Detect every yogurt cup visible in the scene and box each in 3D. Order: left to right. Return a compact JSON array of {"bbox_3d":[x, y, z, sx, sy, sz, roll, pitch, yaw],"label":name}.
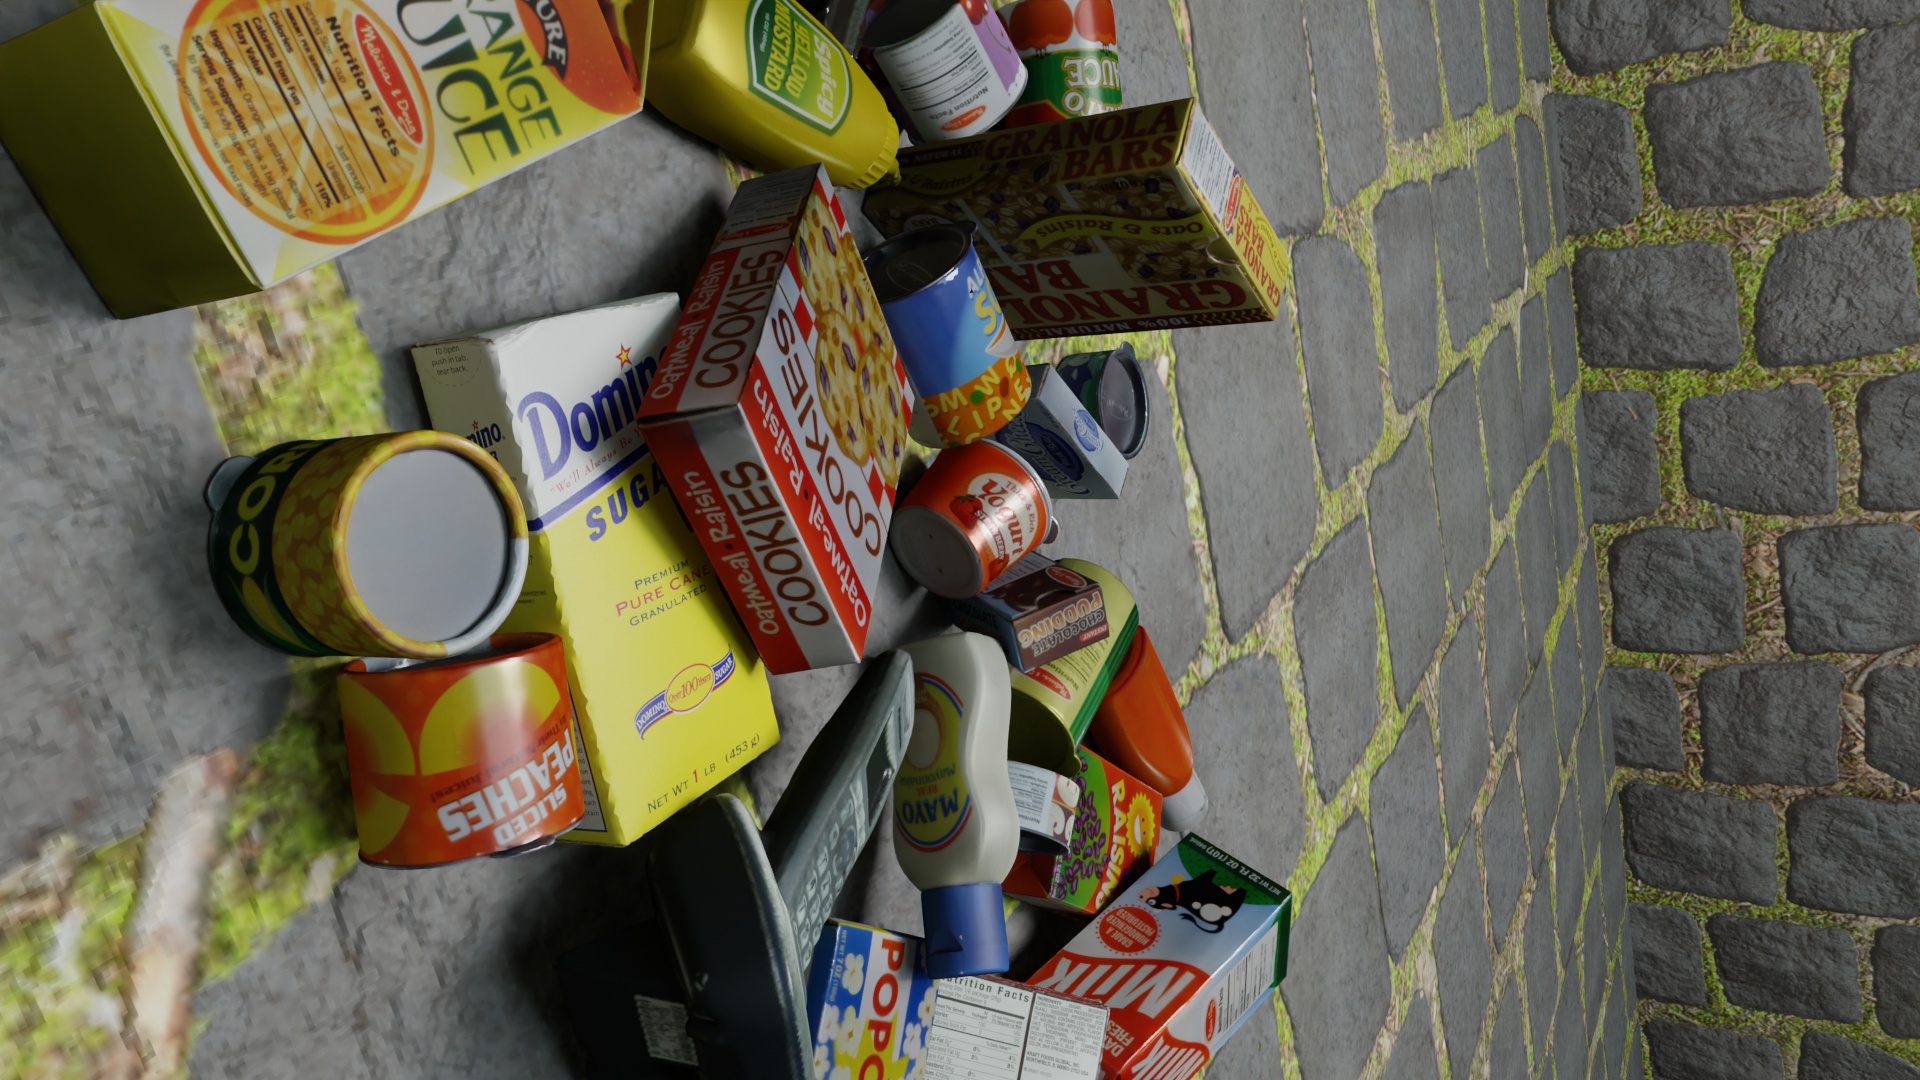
[{"bbox_3d":[0.002,-0.008,0.669,0.054,0.072,0.072,-46,126,-38],"label":"yogurt cup"}]

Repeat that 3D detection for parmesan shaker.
[{"bbox_3d":[0.049,0.067,0.729,0.103,0.071,0.071,-55,132,-44],"label":"parmesan shaker"}]

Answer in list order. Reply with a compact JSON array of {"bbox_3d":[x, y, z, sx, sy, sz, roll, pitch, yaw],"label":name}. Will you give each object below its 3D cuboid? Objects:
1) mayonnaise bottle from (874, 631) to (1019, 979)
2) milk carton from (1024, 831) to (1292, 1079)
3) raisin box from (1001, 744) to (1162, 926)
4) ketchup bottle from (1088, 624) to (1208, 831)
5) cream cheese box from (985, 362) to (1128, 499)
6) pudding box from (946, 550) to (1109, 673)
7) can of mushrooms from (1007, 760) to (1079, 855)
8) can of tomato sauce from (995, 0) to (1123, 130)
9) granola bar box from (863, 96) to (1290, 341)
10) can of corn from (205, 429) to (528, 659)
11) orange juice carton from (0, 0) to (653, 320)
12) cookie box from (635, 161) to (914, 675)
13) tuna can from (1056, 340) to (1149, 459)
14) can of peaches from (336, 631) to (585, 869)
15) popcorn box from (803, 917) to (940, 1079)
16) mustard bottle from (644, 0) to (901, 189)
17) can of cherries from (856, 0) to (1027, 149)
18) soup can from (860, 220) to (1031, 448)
[{"bbox_3d":[-0.004,0.119,0.626,0.041,0.064,0.148,22,56,-54],"label":"mayonnaise bottle"},{"bbox_3d":[0.092,0.249,0.740,0.191,0.072,0.073,-33,133,-34],"label":"milk carton"},{"bbox_3d":[0.070,0.168,0.784,0.123,0.040,0.086,38,56,-51],"label":"raisin box"},{"bbox_3d":[0.114,0.121,0.850,0.148,0.043,0.065,61,42,-35],"label":"ketchup bottle"},{"bbox_3d":[0.045,-0.057,0.744,0.103,0.053,0.024,44,55,-47],"label":"cream cheese box"},{"bbox_3d":[0.030,0.032,0.679,0.050,0.084,0.030,-21,110,-19],"label":"pudding box"},{"bbox_3d":[0.025,0.133,0.693,0.071,0.071,0.033,39,56,-49],"label":"can of mushrooms"},{"bbox_3d":[0.056,-0.249,0.756,0.071,0.071,0.083,-17,103,-56],"label":"can of tomato sauce"},{"bbox_3d":[0.056,-0.145,0.664,0.124,0.165,0.039,39,59,-50],"label":"granola bar box"},{"bbox_3d":[-0.171,0.000,0.403,0.071,0.058,0.071,5,84,-57],"label":"can of corn"},{"bbox_3d":[-0.165,-0.139,0.408,0.194,0.072,0.072,-49,128,-46],"label":"orange juice carton"},{"bbox_3d":[-0.064,-0.050,0.537,0.168,0.040,0.122,-82,157,-48],"label":"cookie box"},{"bbox_3d":[0.084,-0.082,0.824,0.071,0.033,0.071,4,85,-57],"label":"tuna can"},{"bbox_3d":[-0.150,0.062,0.422,0.071,0.071,0.058,-13,98,-57],"label":"can of peaches"},{"bbox_3d":[-0.053,0.228,0.591,0.085,0.038,0.127,35,60,-52],"label":"popcorn box"},{"bbox_3d":[-0.069,-0.185,0.580,0.160,0.049,0.065,18,75,-55],"label":"mustard bottle"},{"bbox_3d":[-0.011,-0.231,0.660,0.058,0.071,0.072,51,48,-42],"label":"can of cherries"},{"bbox_3d":[-0.008,-0.096,0.649,0.072,0.071,0.083,-60,136,-39],"label":"soup can"}]
